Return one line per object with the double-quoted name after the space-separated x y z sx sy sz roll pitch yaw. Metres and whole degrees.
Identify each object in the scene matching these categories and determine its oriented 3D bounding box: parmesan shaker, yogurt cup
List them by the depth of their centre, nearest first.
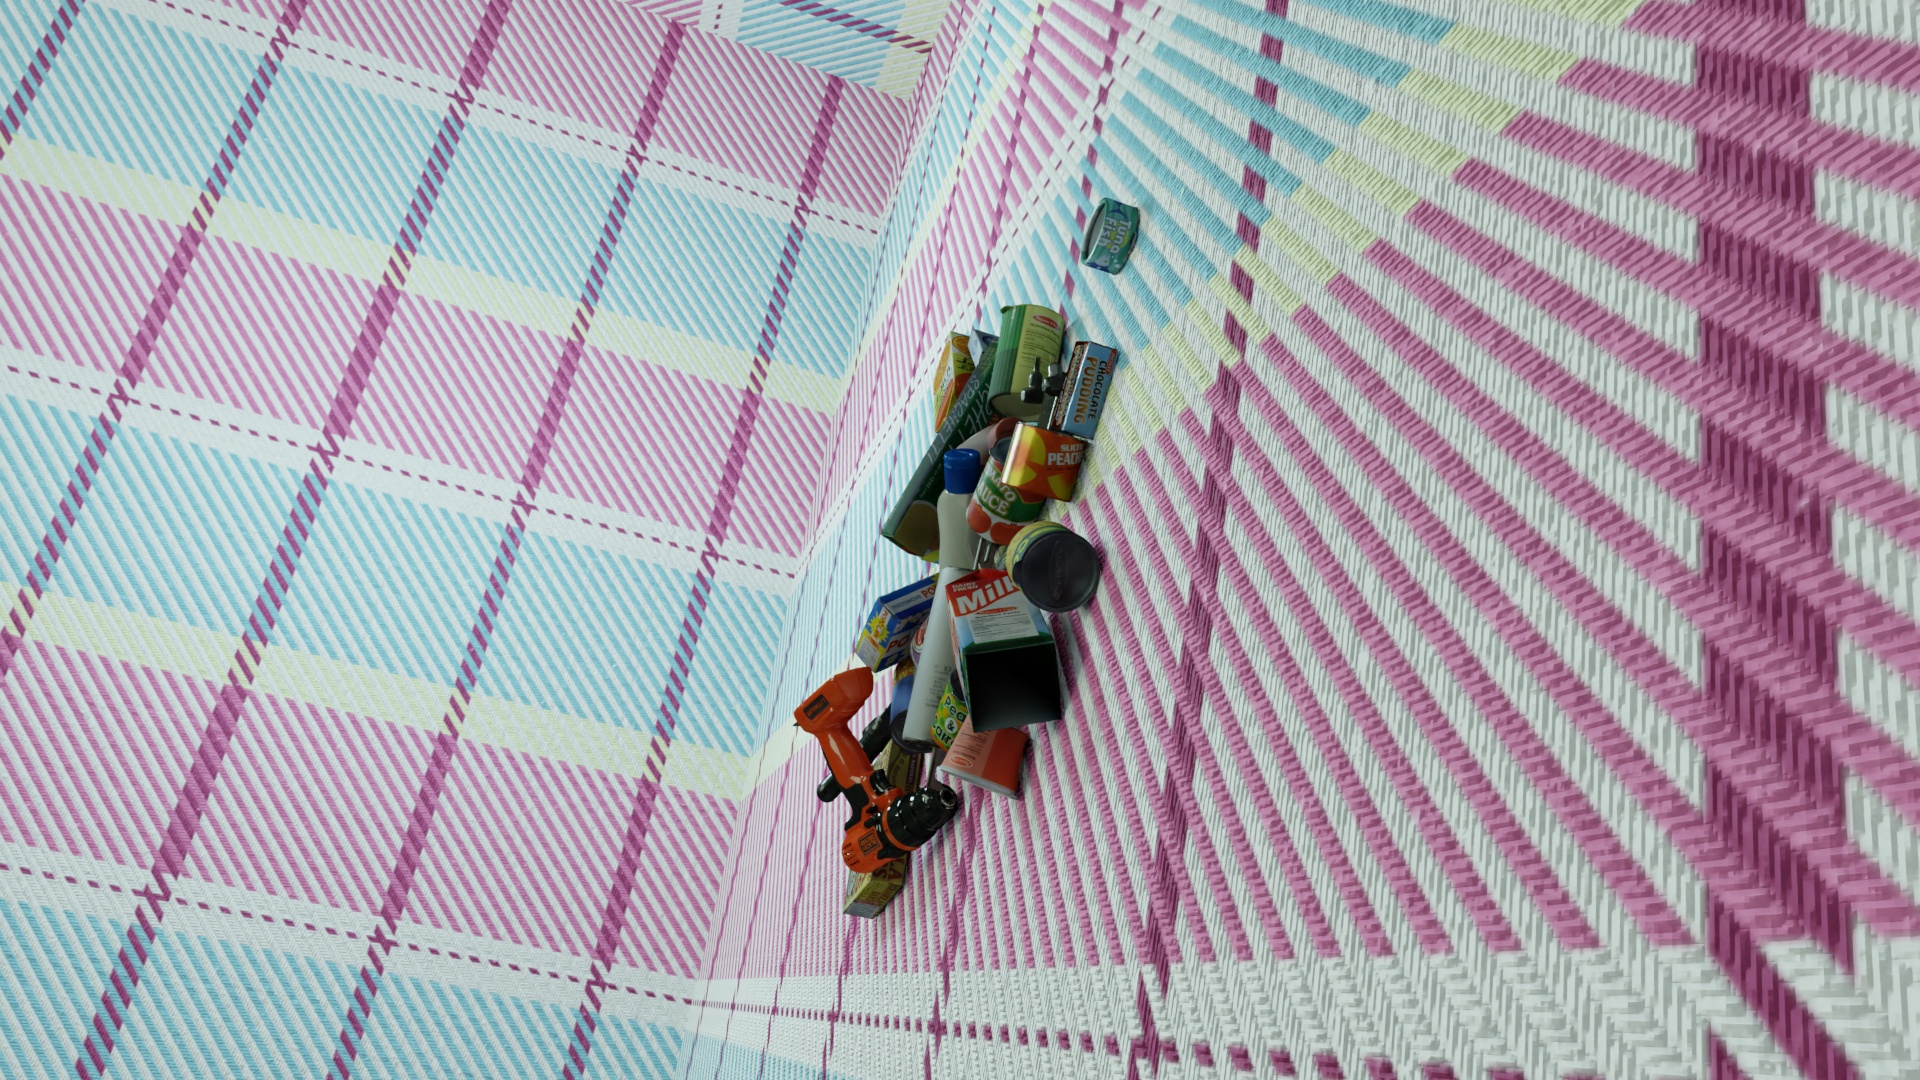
0.023 0.178 1.158 0.072 0.072 0.054 154 139 -74 "yogurt cup"
0.064 -0.179 1.407 0.071 0.071 0.103 133 151 -65 "parmesan shaker"

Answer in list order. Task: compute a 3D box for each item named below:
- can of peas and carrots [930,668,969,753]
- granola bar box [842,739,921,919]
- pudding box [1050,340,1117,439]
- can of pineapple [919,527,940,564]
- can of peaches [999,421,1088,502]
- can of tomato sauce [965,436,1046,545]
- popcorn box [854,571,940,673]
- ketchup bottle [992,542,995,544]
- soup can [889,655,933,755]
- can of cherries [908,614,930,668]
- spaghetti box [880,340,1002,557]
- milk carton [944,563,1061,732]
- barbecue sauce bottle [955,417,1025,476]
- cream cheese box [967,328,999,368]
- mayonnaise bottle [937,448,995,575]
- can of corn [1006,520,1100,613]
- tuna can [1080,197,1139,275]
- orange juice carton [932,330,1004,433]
0.011 0.154 1.224 0.071 0.071 0.058 -98 25 -62 "can of peas and carrots"
-0.085 0.317 1.527 0.123 0.039 0.166 121 161 -54 "granola bar box"
0.110 -0.134 1.238 0.050 0.030 0.083 -140 66 -76 "pudding box"
-0.010 -0.003 1.551 0.071 0.058 0.071 -162 88 -78 "can of pineapple"
0.075 -0.069 1.233 0.071 0.071 0.058 -152 78 -78 "can of peaches"
0.047 -0.046 1.317 0.071 0.071 0.082 -90 19 -53 "can of tomato sauce"
-0.046 0.082 1.474 0.127 0.038 0.084 -22 -33 -44 "popcorn box"
0.029 -0.031 1.442 0.148 0.043 0.065 127 147 -59 "ketchup bottle"
-0.041 0.171 1.445 0.084 0.071 0.071 -89 19 -53 "soup can"
-0.014 0.102 1.402 0.058 0.071 0.072 127 156 -59 "can of cherries"
-0.004 -0.101 1.511 0.029 0.050 0.250 20 78 52 "spaghetti box"
0.031 0.083 1.167 0.191 0.073 0.072 -109 12 -69 "milk carton"
0.037 -0.095 1.425 0.148 0.065 0.043 153 108 -78 "barbecue sauce bottle"
0.041 -0.215 1.604 0.104 0.053 0.024 -103 29 -66 "cream cheese box"
0.005 -0.018 1.398 0.065 0.041 0.147 20 119 45 "mayonnaise bottle"
0.071 0.020 1.119 0.058 0.071 0.071 -136 62 -78 "can of corn"
0.139 -0.283 1.293 0.071 0.033 0.071 -162 88 -79 "tuna can"
0.013 -0.170 1.630 0.193 0.072 0.072 -94 22 -59 "orange juice carton"
